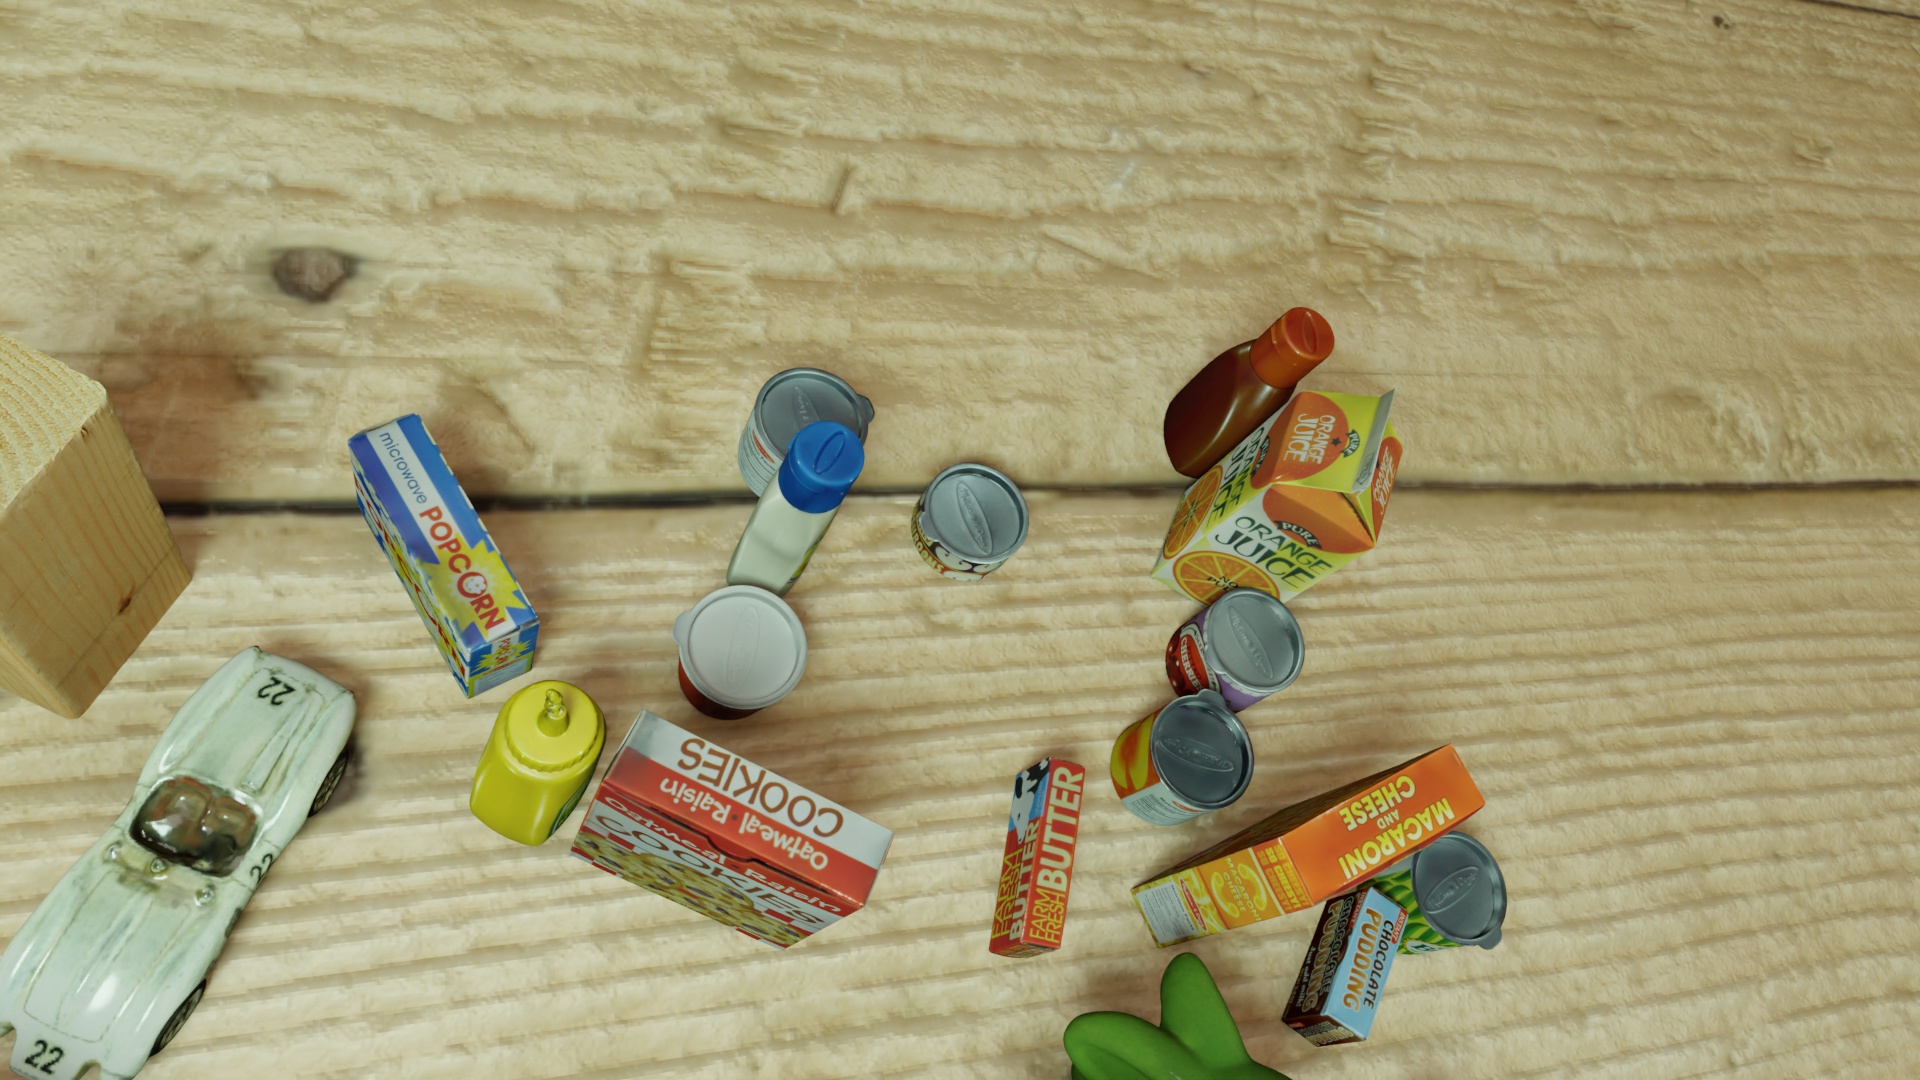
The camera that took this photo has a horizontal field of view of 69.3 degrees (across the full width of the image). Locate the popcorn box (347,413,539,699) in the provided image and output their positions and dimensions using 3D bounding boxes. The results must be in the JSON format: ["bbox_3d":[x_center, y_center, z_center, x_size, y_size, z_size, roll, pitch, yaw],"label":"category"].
[{"bbox_3d":[-0.262,0.009,0.703,0.038,0.085,0.127,-28,80,-28],"label":"popcorn box"}]

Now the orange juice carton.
[{"bbox_3d":[0.195,-0.022,0.826,0.073,0.191,0.072,30,61,-7],"label":"orange juice carton"}]

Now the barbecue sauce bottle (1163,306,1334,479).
[{"bbox_3d":[0.180,-0.095,0.878,0.044,0.148,0.065,8,66,-17],"label":"barbecue sauce bottle"}]

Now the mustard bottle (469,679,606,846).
[{"bbox_3d":[-0.194,0.099,0.647,0.049,0.159,0.065,31,61,-6],"label":"mustard bottle"}]

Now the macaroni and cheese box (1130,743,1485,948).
[{"bbox_3d":[0.184,0.169,0.754,0.124,0.165,0.040,-20,76,-27],"label":"macaroni and cheese box"}]

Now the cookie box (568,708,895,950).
[{"bbox_3d":[-0.114,0.143,0.653,0.123,0.166,0.040,27,61,-8],"label":"cookie box"}]

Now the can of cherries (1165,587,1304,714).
[{"bbox_3d":[0.165,0.070,0.852,0.071,0.058,0.072,8,66,-17],"label":"can of cherries"}]

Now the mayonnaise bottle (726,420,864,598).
[{"bbox_3d":[-0.088,-0.016,0.743,0.041,0.147,0.065,32,61,-5],"label":"mayonnaise bottle"}]

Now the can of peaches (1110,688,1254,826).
[{"bbox_3d":[0.129,0.128,0.814,0.071,0.057,0.071,8,66,-17],"label":"can of peaches"}]

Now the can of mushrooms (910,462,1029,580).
[{"bbox_3d":[0.003,-0.011,0.841,0.071,0.033,0.071,8,65,-17],"label":"can of mushrooms"}]

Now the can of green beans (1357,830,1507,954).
[{"bbox_3d":[0.282,0.213,0.835,0.071,0.057,0.071,8,66,-17],"label":"can of green beans"}]

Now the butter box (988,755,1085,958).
[{"bbox_3d":[0.042,0.175,0.764,0.024,0.053,0.104,18,63,-13],"label":"butter box"}]

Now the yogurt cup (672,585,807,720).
[{"bbox_3d":[-0.121,0.064,0.750,0.072,0.053,0.072,8,66,-17],"label":"yogurt cup"}]

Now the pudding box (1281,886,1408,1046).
[{"bbox_3d":[0.223,0.246,0.802,0.030,0.049,0.084,34,60,-4],"label":"pudding box"}]

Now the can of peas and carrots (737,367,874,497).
[{"bbox_3d":[-0.091,-0.060,0.812,0.071,0.058,0.071,8,66,-17],"label":"can of peas and carrots"}]
